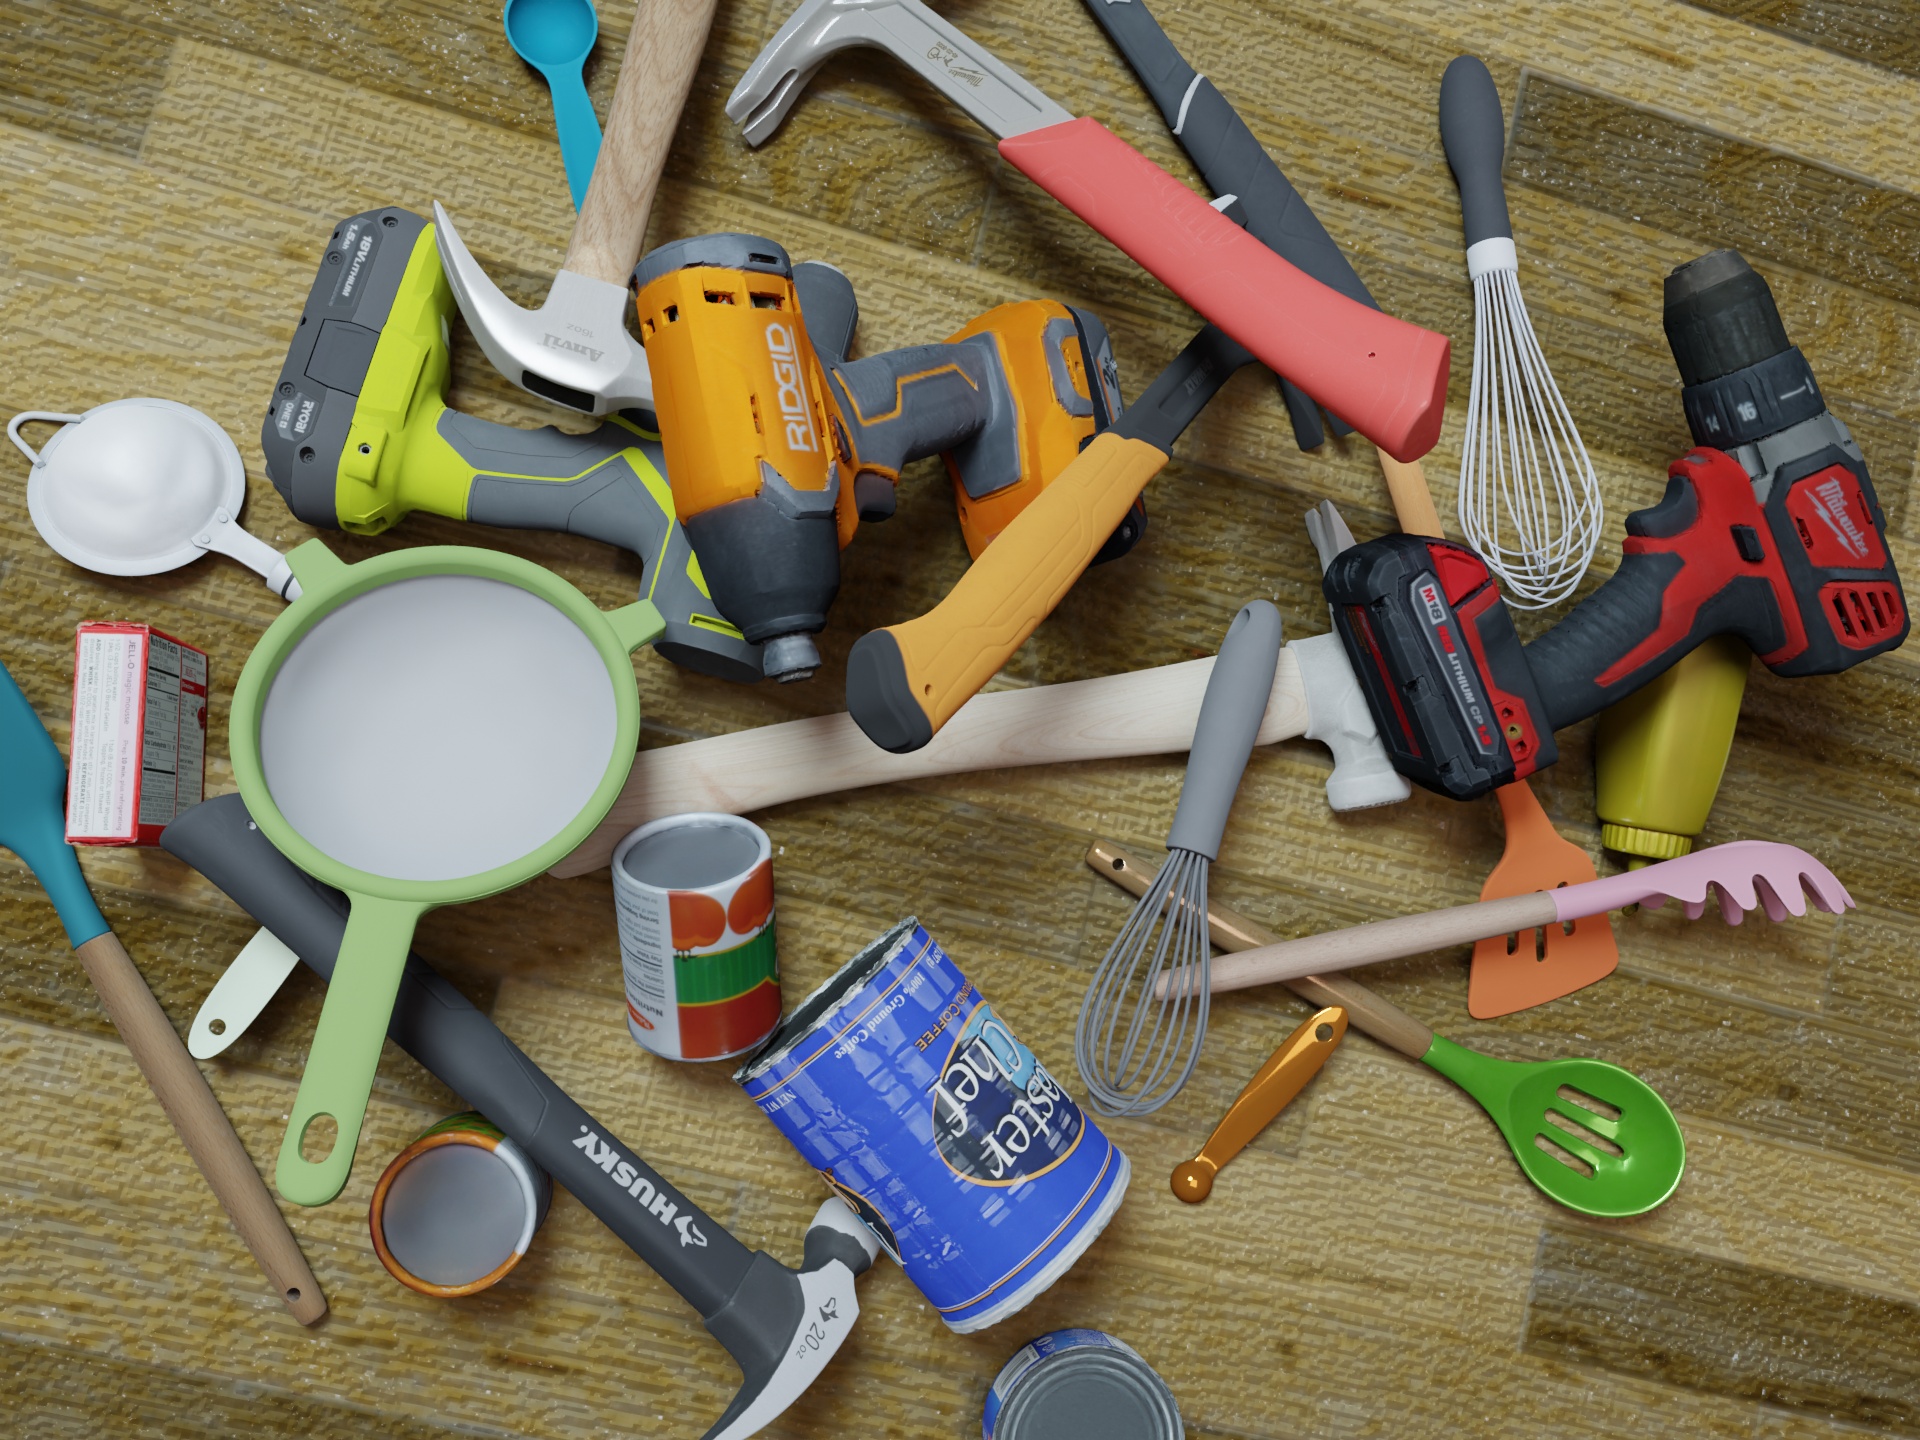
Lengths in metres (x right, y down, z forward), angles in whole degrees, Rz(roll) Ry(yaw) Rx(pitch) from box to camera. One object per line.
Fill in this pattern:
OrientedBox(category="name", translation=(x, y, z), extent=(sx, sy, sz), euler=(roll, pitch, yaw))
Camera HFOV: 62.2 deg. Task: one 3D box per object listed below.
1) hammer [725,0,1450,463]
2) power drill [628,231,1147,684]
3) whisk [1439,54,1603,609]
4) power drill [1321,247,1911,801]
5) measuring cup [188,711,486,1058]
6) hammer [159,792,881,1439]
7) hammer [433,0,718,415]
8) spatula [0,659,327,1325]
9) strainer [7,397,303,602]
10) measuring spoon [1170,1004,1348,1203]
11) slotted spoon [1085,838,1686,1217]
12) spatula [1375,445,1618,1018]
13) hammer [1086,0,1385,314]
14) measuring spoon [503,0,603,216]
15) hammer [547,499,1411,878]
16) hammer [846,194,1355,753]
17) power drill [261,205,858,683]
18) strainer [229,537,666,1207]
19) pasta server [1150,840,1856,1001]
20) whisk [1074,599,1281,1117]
OrientedBox(category="hammer", translation=(0.053, -0.217, 0.660), extent=(0.149, 0.036, 0.359), euler=(-45, 65, 4))
OrientedBox(category="power drill", translation=(-0.023, -0.101, 0.651), extent=(0.226, 0.084, 0.164), euler=(-7, 84, -47))
OrientedBox(category="whisk", translation=(0.263, -0.193, 0.776), extent=(0.070, 0.070, 0.285), euler=(-3, 80, -9))
OrientedBox(category="power drill", translation=(0.277, -0.081, 0.686), extent=(0.226, 0.080, 0.188), euler=(-23, 94, 0))
OrientedBox(category="measuring cup", translation=(-0.267, 0.072, 0.678), extent=(0.083, 0.038, 0.167), euler=(37, 82, -3))
OrientedBox(category="hammer", translation=(-0.180, 0.152, 0.631), extent=(0.334, 0.146, 0.035), euler=(43, 124, -4))
OrientedBox(category="hammer", translation=(-0.135, -0.282, 0.694), extent=(0.130, 0.031, 0.331), euler=(14, 67, -12))
OrientedBox(category="spatula", translation=(-0.352, 0.116, 0.657), extent=(0.082, 0.044, 0.317), euler=(-31, 91, -3))
OrientedBox(category="strainer", translation=(-0.297, -0.069, 0.688), extent=(0.258, 0.050, 0.087), euler=(32, 66, -7))
OrientedBox(category="measuring spoon", translation=(0.138, 0.176, 0.728), extent=(0.021, 0.011, 0.117), euler=(41, 92, -2))
OrientedBox(category="slotted spoon", translation=(0.196, 0.137, 0.744), extent=(0.313, 0.031, 0.070), euler=(30, 83, -2))
OrientedBox(category="spatula", translation=(0.237, -0.019, 0.753), extent=(0.081, 0.041, 0.322), euler=(-17, 88, -8))
OrientedBox(category="hammer", translation=(0.102, -0.318, 0.772), extent=(0.149, 0.036, 0.409), euler=(-36, 91, -11))
OrientedBox(category="measuring spoon", translation=(-0.179, -0.277, 0.739), extent=(0.042, 0.021, 0.128), euler=(-14, 96, -9))
OrientedBox(category="hammer", translation=(-0.001, -0.002, 0.724), extent=(0.410, 0.038, 0.146), euler=(-9, 84, -9))
OrientedBox(category="hammer", translation=(0.064, -0.093, 0.654), extent=(0.127, 0.034, 0.337), euler=(56, 50, -18))
OrientedBox(category="power drill", translation=(-0.162, -0.136, 0.695), extent=(0.228, 0.080, 0.191), euler=(16, 78, -9))
OrientedBox(category="strainer", translation=(-0.210, 0.058, 0.612), extent=(0.151, 0.069, 0.257), euler=(10, 65, -5))
OrientedBox(category="pasta server", translation=(0.243, 0.097, 0.720), extent=(0.316, 0.060, 0.040), euler=(-11, 79, -2))
OrientedBox(category="whisk", translation=(0.101, 0.056, 0.689), extent=(0.055, 0.055, 0.239), euler=(20, 76, -6))
